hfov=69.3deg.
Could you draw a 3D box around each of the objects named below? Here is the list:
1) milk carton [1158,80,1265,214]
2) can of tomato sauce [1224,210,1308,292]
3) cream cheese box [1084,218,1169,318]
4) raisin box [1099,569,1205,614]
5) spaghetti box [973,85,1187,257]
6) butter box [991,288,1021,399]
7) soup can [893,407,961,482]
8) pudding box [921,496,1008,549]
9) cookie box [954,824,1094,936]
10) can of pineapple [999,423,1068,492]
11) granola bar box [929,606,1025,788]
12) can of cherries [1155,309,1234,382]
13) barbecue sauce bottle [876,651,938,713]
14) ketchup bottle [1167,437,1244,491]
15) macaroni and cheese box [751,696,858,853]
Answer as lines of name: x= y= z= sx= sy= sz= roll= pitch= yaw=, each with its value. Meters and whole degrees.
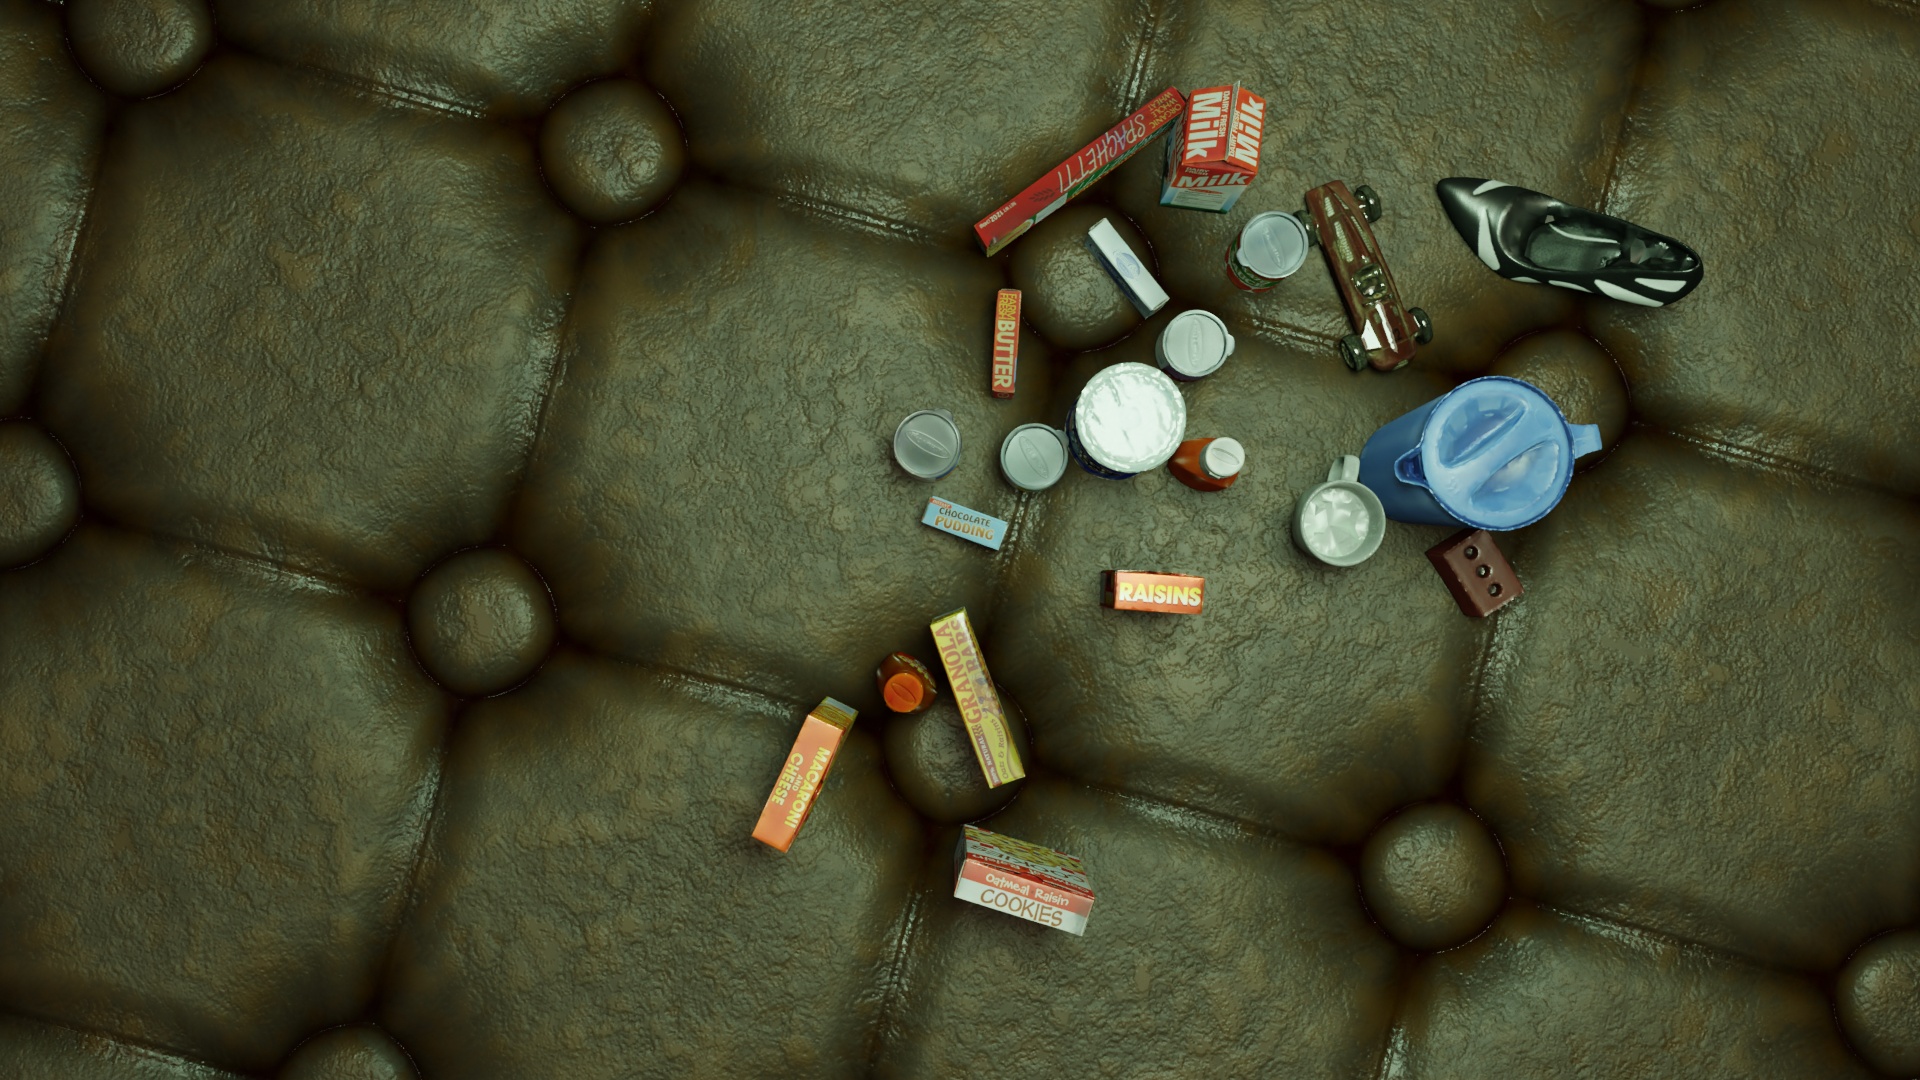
milk carton: x=0.243 y=-0.375 z=1.331 sx=0.073 sy=0.190 sz=0.072 roll=7 pitch=89 yaw=0
can of tomato sauce: x=0.302 y=-0.285 z=1.383 sx=0.071 sy=0.083 sz=0.071 roll=0 pitch=89 yaw=0
cream cheese box: x=0.166 y=-0.272 z=1.397 sx=0.024 sy=0.053 sz=0.104 roll=-38 pitch=89 yaw=-1
raisin box: x=0.185 y=0.049 z=1.355 sx=0.086 sy=0.123 sz=0.040 roll=5 pitch=89 yaw=0
spaghetti box: x=0.121 y=-0.372 z=1.401 sx=0.250 sy=0.050 sz=0.028 roll=-36 pitch=89 yaw=-1
butter box: x=0.045 y=-0.197 z=1.395 sx=0.024 sy=0.053 sz=0.103 roll=4 pitch=89 yaw=0
soup can: x=-0.030 y=-0.095 z=1.377 sx=0.071 sy=0.084 sz=0.071 roll=0 pitch=89 yaw=0
pudding box: x=0.005 y=-0.017 z=1.392 sx=0.084 sy=0.049 sz=0.030 roll=20 pitch=89 yaw=0
cookie box: x=0.057 y=0.320 z=1.326 sx=0.123 sy=0.167 sz=0.040 roll=17 pitch=89 yaw=0
can of pineapple: x=0.074 y=-0.082 z=1.390 sx=0.071 sy=0.058 sz=0.071 roll=0 pitch=89 yaw=0
granola bar box: x=0.015 y=0.149 z=1.351 sx=0.039 sy=0.124 sz=0.165 roll=-20 pitch=89 yaw=0
can of cherries: x=0.234 y=-0.193 z=1.393 sx=0.071 sy=0.058 sz=0.071 roll=0 pitch=89 yaw=0
barbecue sauce bottle: x=-0.053 y=0.140 z=1.339 sx=0.065 sy=0.148 sz=0.043 roll=40 pitch=89 yaw=0
ketchup bottle: x=0.242 y=-0.075 z=1.345 sx=0.065 sy=0.149 sz=0.043 roll=26 pitch=89 yaw=0
macaroni and cheese box: x=-0.145 y=0.219 z=1.327 sx=0.040 sy=0.166 sz=0.123 roll=25 pitch=89 yaw=0
